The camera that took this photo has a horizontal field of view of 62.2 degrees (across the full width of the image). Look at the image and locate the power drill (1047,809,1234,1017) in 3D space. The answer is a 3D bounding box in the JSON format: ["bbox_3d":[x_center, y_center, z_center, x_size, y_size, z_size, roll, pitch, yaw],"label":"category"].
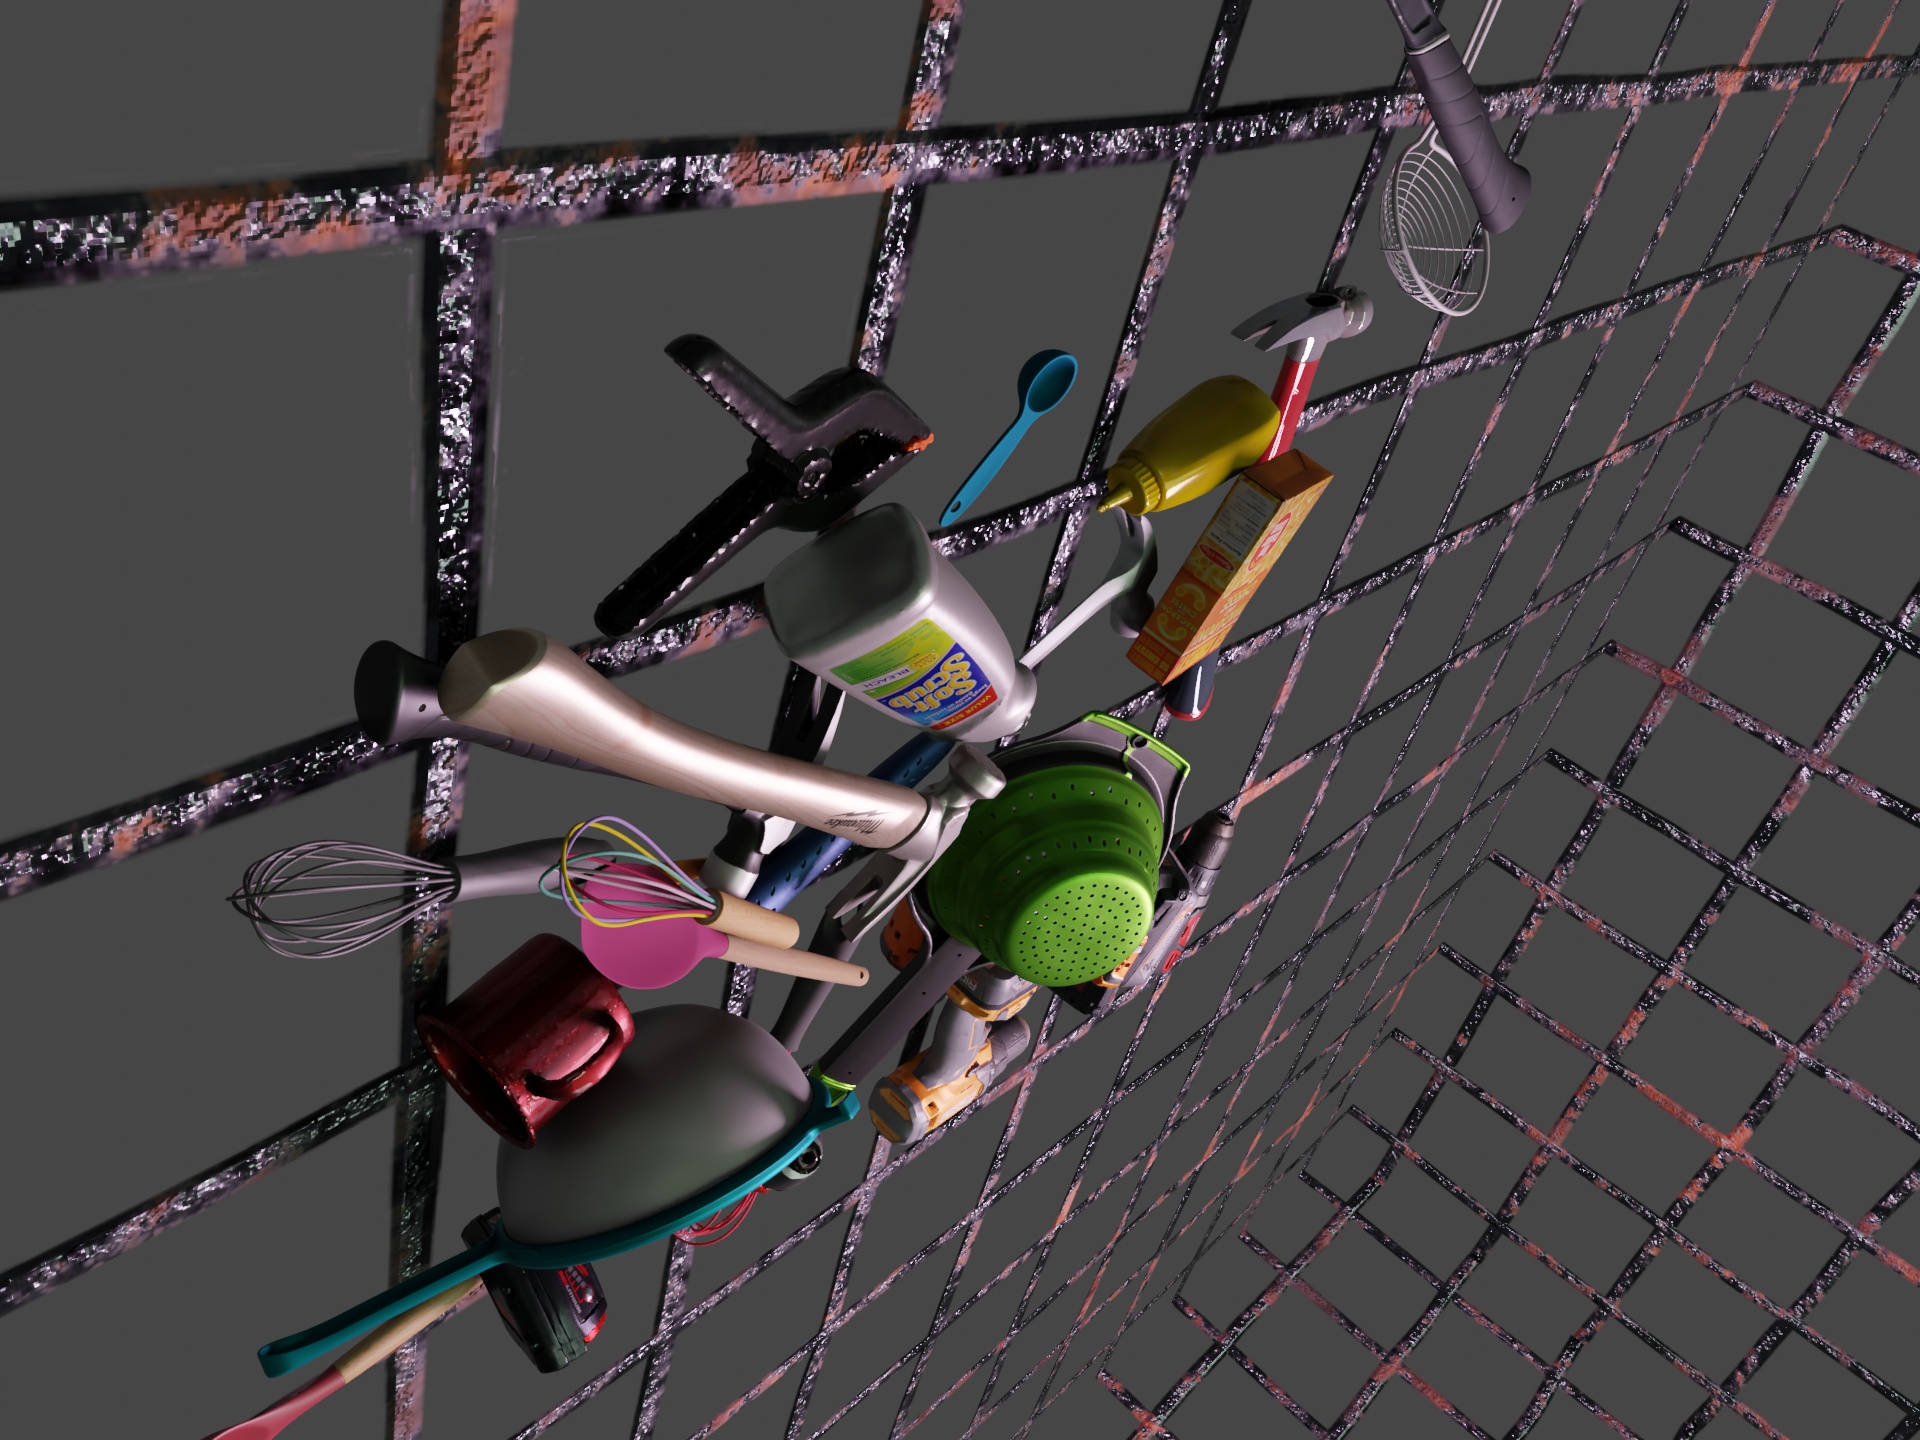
[{"bbox_3d":[0.184,0.184,1.563,0.226,0.080,0.187,-12,131,-57],"label":"power drill"}]

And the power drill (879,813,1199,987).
[{"bbox_3d":[0.067,0.129,1.223,0.226,0.084,0.164,9,123,-30],"label":"power drill"}]

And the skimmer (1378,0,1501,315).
[{"bbox_3d":[0.386,-0.469,1.102,0.127,0.090,0.363,-15,134,-42],"label":"skimmer"}]

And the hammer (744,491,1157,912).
[{"bbox_3d":[-0.002,-0.003,1.088,0.405,0.035,0.144,-41,151,-23],"label":"hammer"}]

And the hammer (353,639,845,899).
[{"bbox_3d":[-0.175,0.010,0.822,0.146,0.035,0.334,-60,151,4],"label":"hammer"}]

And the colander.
[{"bbox_3d":[0.018,0.174,1.128,0.204,0.095,0.397,27,113,-34],"label":"colander"}]

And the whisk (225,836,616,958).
[{"bbox_3d":[-0.249,0.077,0.778,0.239,0.055,0.055,-3,124,-62],"label":"whisk"}]

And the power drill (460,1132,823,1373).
[{"bbox_3d":[-0.191,0.308,1.009,0.219,0.143,0.078,-27,99,-27],"label":"power drill"}]

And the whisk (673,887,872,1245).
[{"bbox_3d":[-0.137,0.248,1.143,0.296,0.073,0.073,-62,152,5],"label":"whisk"}]

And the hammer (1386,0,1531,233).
[{"bbox_3d":[0.275,-0.420,0.965,0.149,0.036,0.408,-53,142,5],"label":"hammer"}]

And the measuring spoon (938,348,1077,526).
[{"bbox_3d":[0.022,-0.172,0.958,0.128,0.021,0.042,-51,155,15],"label":"measuring spoon"}]

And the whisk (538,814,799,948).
[{"bbox_3d":[-0.152,0.103,0.879,0.051,0.047,0.244,-40,154,6],"label":"whisk"}]

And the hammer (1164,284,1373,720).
[{"bbox_3d":[0.217,-0.152,1.262,0.143,0.038,0.386,-27,143,-40],"label":"hammer"}]

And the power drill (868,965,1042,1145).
[{"bbox_3d":[0.022,0.253,1.381,0.185,0.084,0.226,-23,144,-46],"label":"power drill"}]

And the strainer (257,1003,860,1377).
[{"bbox_3d":[-0.242,0.249,0.915,0.340,0.211,0.095,-23,97,-29],"label":"strainer"}]

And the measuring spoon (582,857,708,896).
[{"bbox_3d":[-0.179,0.090,0.946,0.117,0.011,0.021,-9,123,-50],"label":"measuring spoon"}]

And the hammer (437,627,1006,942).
[{"bbox_3d":[-0.120,0.037,0.849,0.146,0.038,0.410,-48,150,10],"label":"hammer"}]

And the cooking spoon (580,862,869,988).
[{"bbox_3d":[-0.135,0.141,0.976,0.318,0.017,0.069,30,55,-61],"label":"cooking spoon"}]

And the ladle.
[{"bbox_3d":[-0.360,0.386,0.980,0.315,0.031,0.069,-33,147,-39],"label":"ladle"}]
